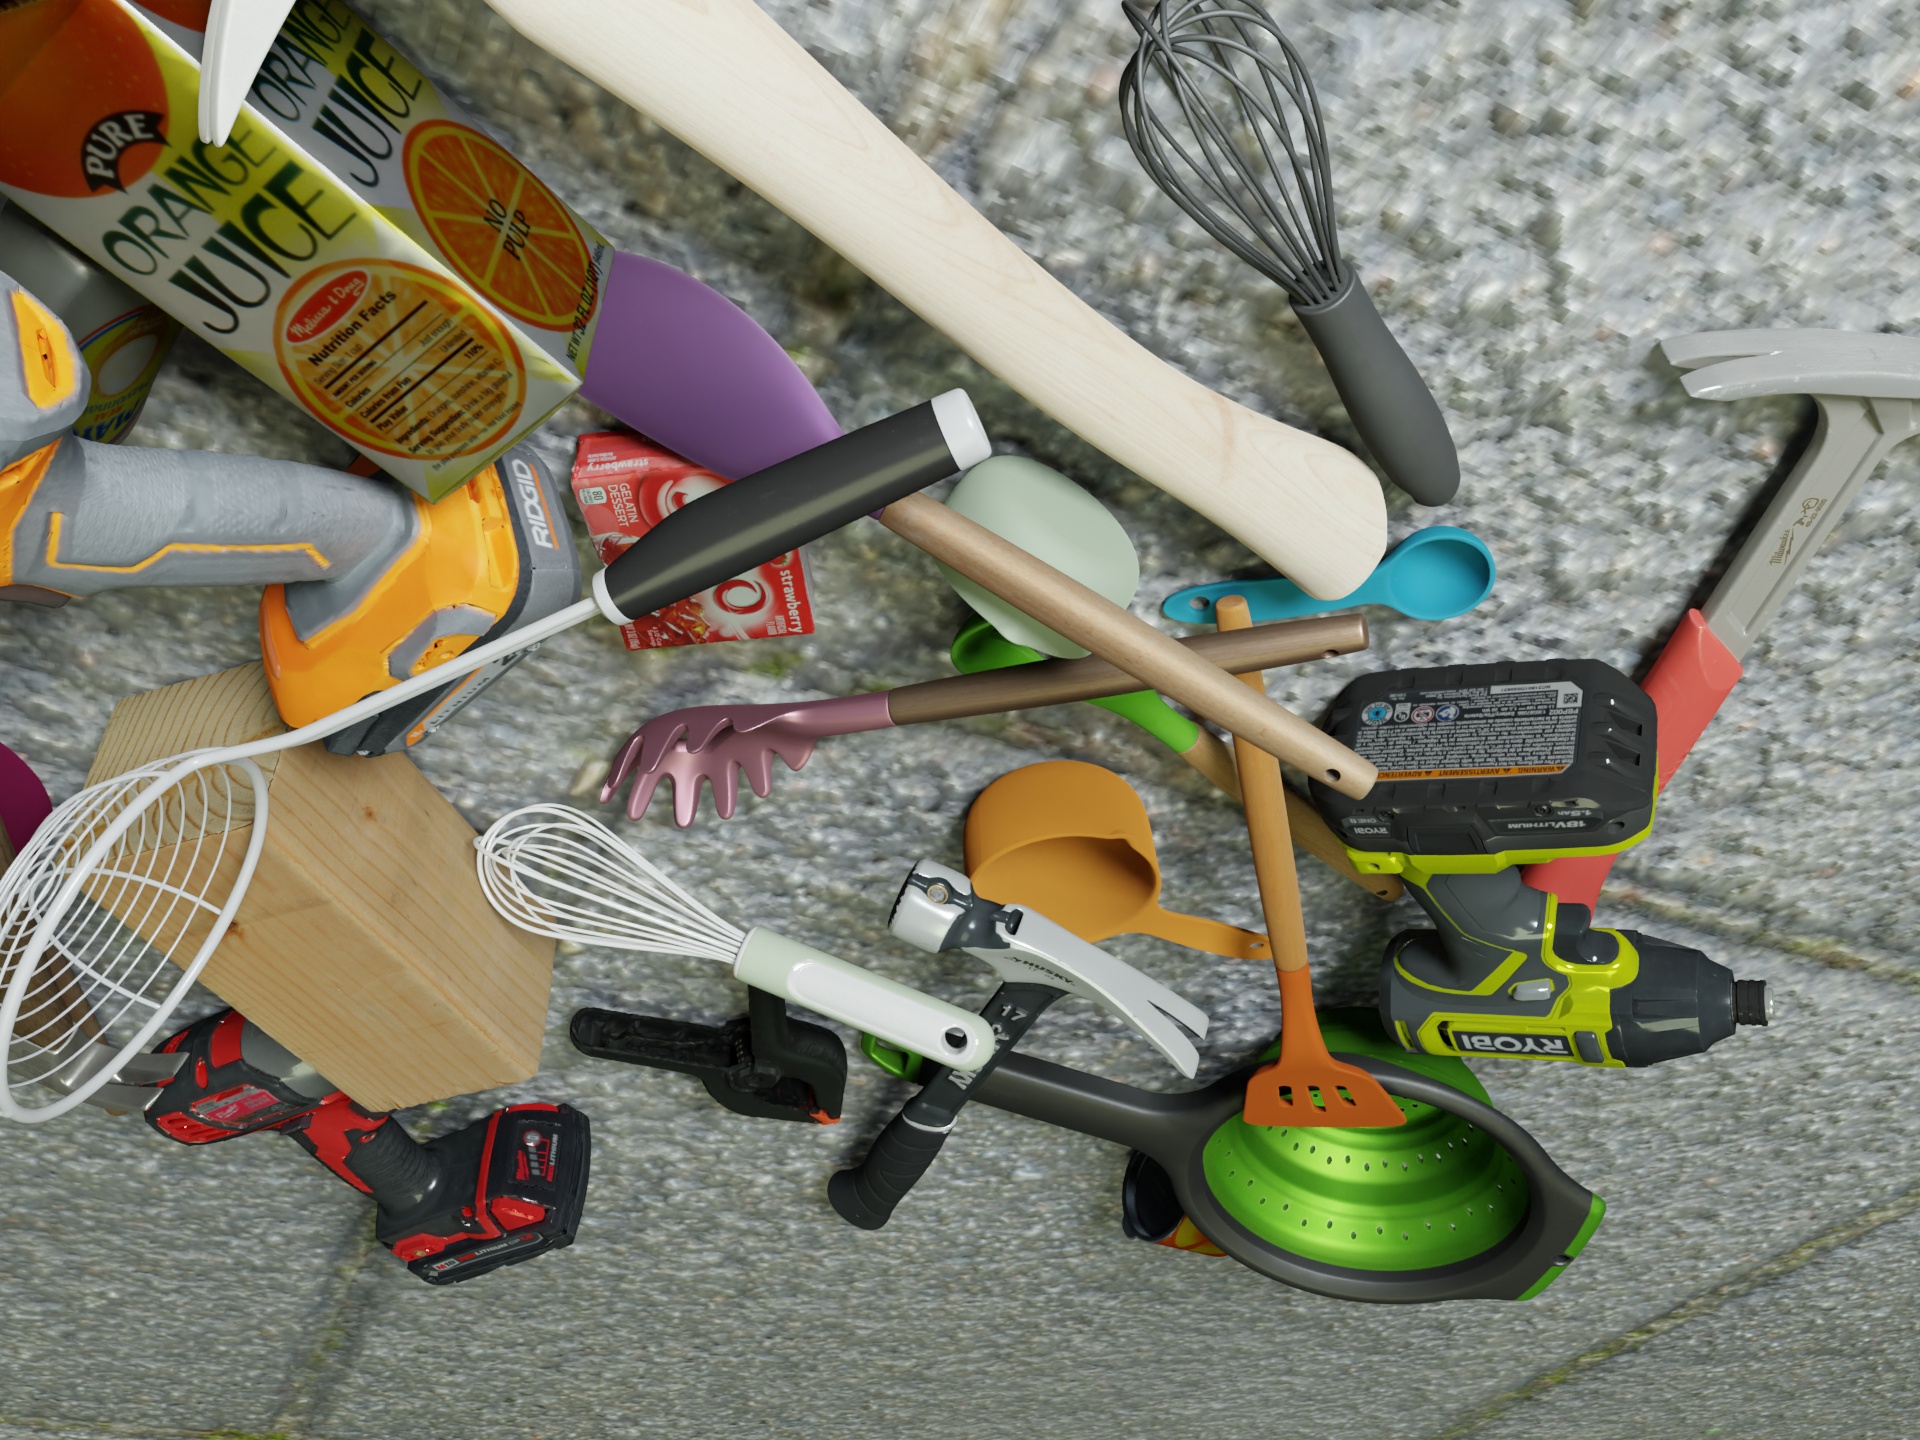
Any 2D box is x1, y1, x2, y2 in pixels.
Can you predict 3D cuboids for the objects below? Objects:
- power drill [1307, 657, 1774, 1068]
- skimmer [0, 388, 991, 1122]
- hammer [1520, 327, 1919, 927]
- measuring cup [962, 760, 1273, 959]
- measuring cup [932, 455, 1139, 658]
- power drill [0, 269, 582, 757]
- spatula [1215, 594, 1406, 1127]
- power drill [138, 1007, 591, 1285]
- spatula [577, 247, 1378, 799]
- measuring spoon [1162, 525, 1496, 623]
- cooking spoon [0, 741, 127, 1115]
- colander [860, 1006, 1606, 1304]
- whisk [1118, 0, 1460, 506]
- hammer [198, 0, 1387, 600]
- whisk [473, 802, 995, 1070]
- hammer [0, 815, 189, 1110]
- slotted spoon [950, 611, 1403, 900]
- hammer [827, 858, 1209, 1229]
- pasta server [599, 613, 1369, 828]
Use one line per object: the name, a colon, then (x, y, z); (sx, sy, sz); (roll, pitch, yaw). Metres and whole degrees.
power drill: (0.255, 0.076, 0.703); (0.171, 0.080, 0.223); (-4, 137, 31)
skimmer: (-0.146, 0.013, 0.489); (0.363, 0.127, 0.090); (-24, 97, 8)
hammer: (0.299, -0.008, 0.684); (0.149, 0.037, 0.358); (2, 138, -8)
measuring cup: (0.079, 0.070, 0.740); (0.173, 0.052, 0.095); (19, 133, -28)
measuring cup: (-0.008, -0.085, 0.552); (0.167, 0.083, 0.038); (33, 119, -16)
power drill: (-0.252, -0.047, 0.489); (0.164, 0.084, 0.226); (-33, 156, 28)
spatula: (0.144, 0.083, 0.711); (0.081, 0.041, 0.322); (-5, 122, 18)
power drill: (-0.303, 0.214, 0.848); (0.143, 0.079, 0.219); (-23, 133, 19)
spatula: (0.000, -0.060, 0.518); (0.316, 0.018, 0.059); (31, 125, -2)
measuring spoon: (0.144, -0.057, 0.632); (0.128, 0.021, 0.042); (-6, 133, 14)
cooking spoon: (-0.435, 0.104, 0.747); (0.068, 0.017, 0.318); (3, 138, -7)
colander: (0.145, 0.204, 0.884); (0.397, 0.095, 0.204); (16, 132, 3)
whisk: (0.115, -0.140, 0.512); (0.055, 0.055, 0.238); (-26, 139, 22)
hammer: (-0.005, -0.126, 0.477); (0.410, 0.038, 0.146); (28, 94, -37)
whisk: (-0.100, 0.098, 0.692); (0.246, 0.058, 0.059); (21, 180, 6)
hammer: (-0.392, 0.085, 0.652); (0.130, 0.031, 0.331); (27, 143, -4)
slotted spoon: (0.112, 0.019, 0.702); (0.070, 0.031, 0.313); (-25, 138, 35)
hammer: (-0.006, 0.200, 0.830); (0.149, 0.036, 0.408); (25, 145, -1)
pasta server: (-0.001, -0.002, 0.619); (0.316, 0.040, 0.060); (-9, 155, 22)
